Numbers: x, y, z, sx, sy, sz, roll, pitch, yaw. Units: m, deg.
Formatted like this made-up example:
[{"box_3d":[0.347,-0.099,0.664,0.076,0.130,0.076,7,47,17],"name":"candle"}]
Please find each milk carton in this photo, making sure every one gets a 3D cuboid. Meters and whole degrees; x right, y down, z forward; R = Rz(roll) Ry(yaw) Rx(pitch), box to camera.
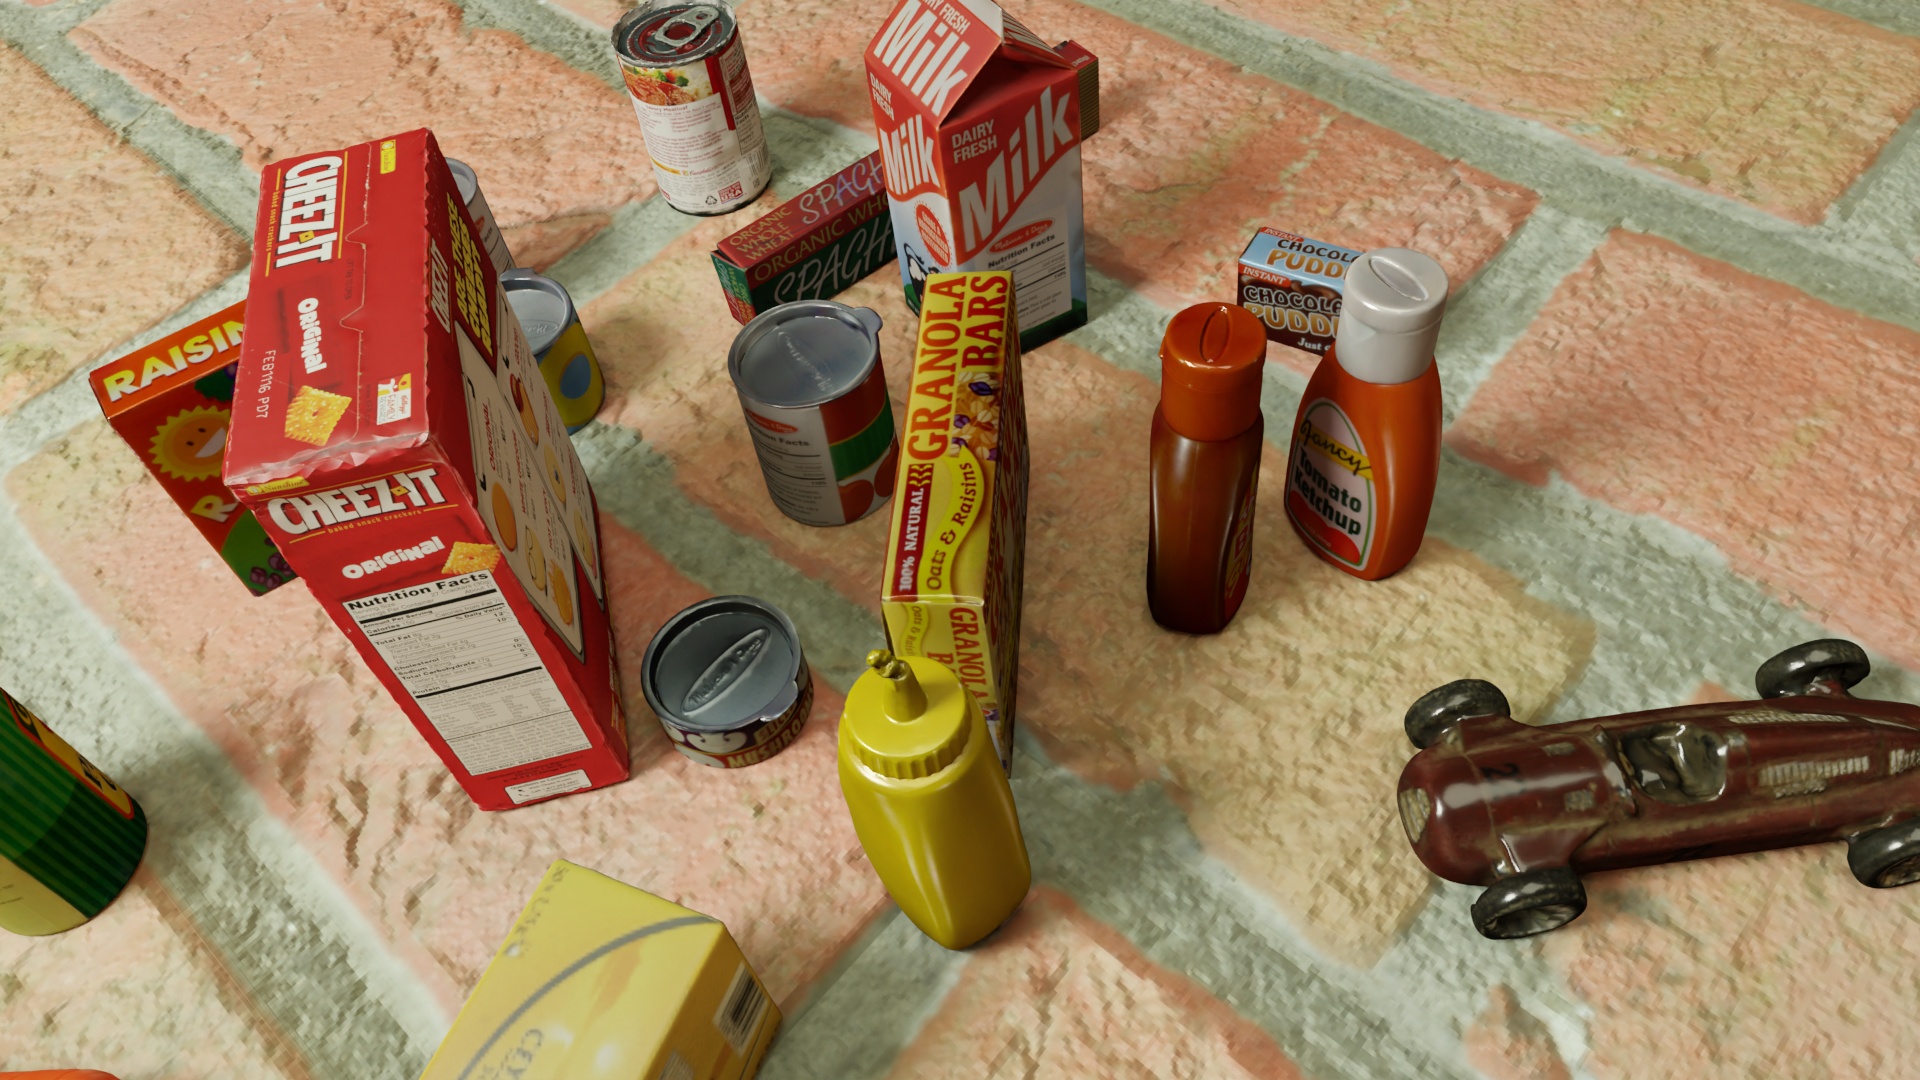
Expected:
[{"box_3d":[0.009,-0.177,0.650,0.073,0.189,0.072,-27,54,-14],"name":"milk carton"}]

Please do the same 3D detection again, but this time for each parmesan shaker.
[{"box_3d":[-0.373,0.100,0.531,0.071,0.102,0.072,-3,52,4],"name":"parmesan shaker"}]

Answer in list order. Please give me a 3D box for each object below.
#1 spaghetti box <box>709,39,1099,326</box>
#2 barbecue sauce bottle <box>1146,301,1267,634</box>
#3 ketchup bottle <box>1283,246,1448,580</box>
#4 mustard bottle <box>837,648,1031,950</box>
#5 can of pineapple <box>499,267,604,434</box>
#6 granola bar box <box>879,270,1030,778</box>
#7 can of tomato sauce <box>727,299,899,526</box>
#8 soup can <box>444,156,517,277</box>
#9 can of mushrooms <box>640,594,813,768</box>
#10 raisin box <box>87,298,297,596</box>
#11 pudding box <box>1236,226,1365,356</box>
[{"box_3d":[-0.022,-0.194,0.757,0.251,0.050,0.029,-36,56,-20],"name":"spaghetti box"},{"box_3d":[0.097,-0.028,0.548,0.044,0.147,0.065,10,54,15],"name":"barbecue sauce bottle"},{"box_3d":[0.165,-0.050,0.557,0.044,0.148,0.065,-30,54,-16],"name":"ketchup bottle"},{"box_3d":[-0.011,0.082,0.466,0.049,0.159,0.065,-34,56,-19],"name":"mustard bottle"},{"box_3d":[-0.216,-0.091,0.693,0.071,0.057,0.071,-3,52,4],"name":"can of pineapple"},{"box_3d":[0.002,-0.007,0.558,0.039,0.123,0.166,0,52,7],"name":"granola bar box"},{"box_3d":[-0.063,-0.058,0.632,0.071,0.082,0.071,-3,52,4],"name":"can of tomato sauce"},{"box_3d":[-0.273,-0.148,0.728,0.071,0.083,0.072,-3,52,4],"name":"soup can"},{"box_3d":[-0.094,0.060,0.575,0.071,0.033,0.071,-3,52,4],"name":"can of mushrooms"},{"box_3d":[-0.312,-0.043,0.624,0.086,0.122,0.040,-31,55,-17],"name":"raisin box"},{"box_3d":[0.177,-0.116,0.672,0.084,0.049,0.030,22,58,22],"name":"pudding box"}]
